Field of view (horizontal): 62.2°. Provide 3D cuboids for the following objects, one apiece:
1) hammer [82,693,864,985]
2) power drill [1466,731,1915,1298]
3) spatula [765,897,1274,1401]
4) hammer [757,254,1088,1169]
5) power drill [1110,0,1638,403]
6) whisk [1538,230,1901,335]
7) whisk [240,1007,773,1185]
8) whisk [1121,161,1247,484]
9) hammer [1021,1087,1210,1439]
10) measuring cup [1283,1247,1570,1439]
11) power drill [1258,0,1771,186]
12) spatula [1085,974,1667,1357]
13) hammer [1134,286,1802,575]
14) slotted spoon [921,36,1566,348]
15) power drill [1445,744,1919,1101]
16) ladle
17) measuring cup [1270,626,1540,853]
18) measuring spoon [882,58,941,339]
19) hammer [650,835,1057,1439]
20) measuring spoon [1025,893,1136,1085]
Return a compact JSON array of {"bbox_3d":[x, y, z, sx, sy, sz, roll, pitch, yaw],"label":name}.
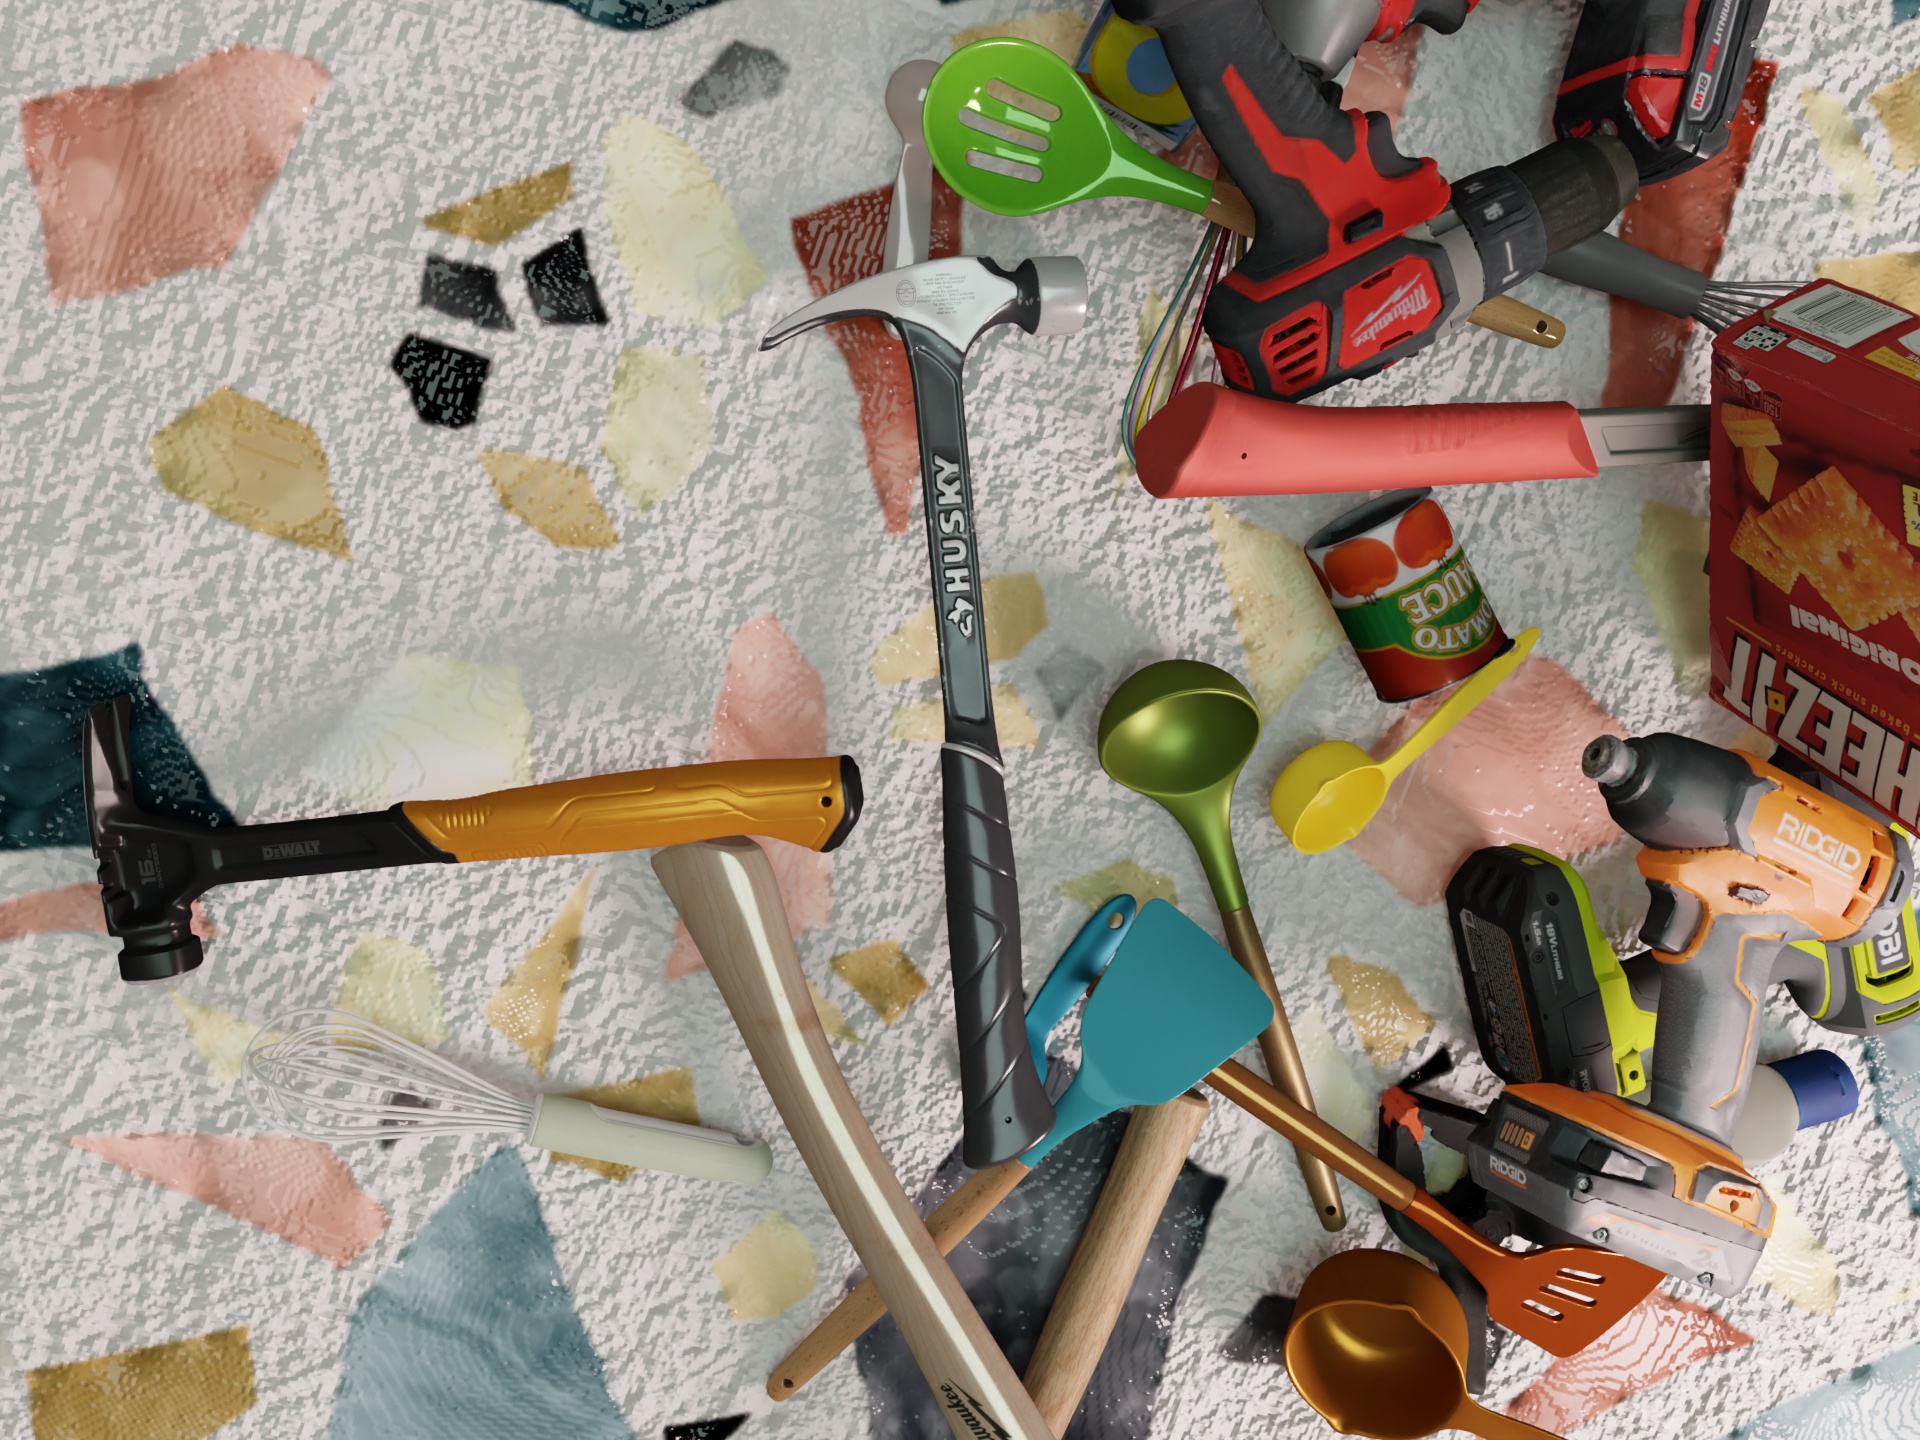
[{"bbox_3d":[-0.212,0.039,0.701,0.337,0.034,0.127,-5,100,0],"label":"hammer"},{"bbox_3d":[0.314,0.121,0.709,0.164,0.084,0.226,25,85,-16],"label":"power drill"},{"bbox_3d":[0.015,0.223,0.770,0.082,0.044,0.317,43,103,-2],"label":"spatula"},{"bbox_3d":[-0.001,-0.002,0.717,0.149,0.036,0.409,-5,92,-11],"label":"hammer"},{"bbox_3d":[0.163,-0.257,0.638,0.188,0.080,0.226,-26,116,2],"label":"power drill"},{"bbox_3d":[0.352,-0.207,0.764,0.239,0.055,0.055,17,96,-6],"label":"whisk"},{"bbox_3d":[-0.206,0.183,0.740,0.246,0.058,0.059,16,88,-15],"label":"whisk"},{"bbox_3d":[0.119,-0.223,0.732,0.051,0.047,0.245,14,92,-10],"label":"whisk"},{"bbox_3d":[0.050,0.336,0.807,0.130,0.031,0.331,22,94,-10],"label":"hammer"},{"bbox_3d":[0.249,0.326,0.795,0.173,0.052,0.095,21,119,10],"label":"measuring cup"},{"bbox_3d":[0.237,-0.319,0.703,0.219,0.078,0.143,14,95,-15],"label":"power drill"},{"bbox_3d":[0.199,0.216,0.783,0.322,0.041,0.081,34,114,-1],"label":"spatula"},{"bbox_3d":[0.239,-0.113,0.697,0.359,0.037,0.149,-7,124,-23],"label":"hammer"},{"bbox_3d":[0.130,-0.219,0.700,0.313,0.031,0.070,16,102,-13],"label":"slotted spoon"},{"bbox_3d":[0.368,0.096,0.798,0.223,0.080,0.171,-17,100,-9],"label":"power drill"},{"bbox_3d":[0.142,0.119,0.777,0.078,0.062,0.320,-17,104,9],"label":"ladle"},{"bbox_3d":[0.213,0.002,0.770,0.156,0.029,0.062,-42,142,2],"label":"measuring cup"},{"bbox_3d":[-0.021,-0.235,0.718,0.034,0.018,0.124,5,98,-9],"label":"measuring spoon"},{"bbox_3d":[-0.043,0.242,0.744,0.146,0.038,0.410,-28,90,16],"label":"hammer"},{"bbox_3d":[0.048,0.140,0.781,0.042,0.021,0.128,35,94,-12],"label":"measuring spoon"}]
